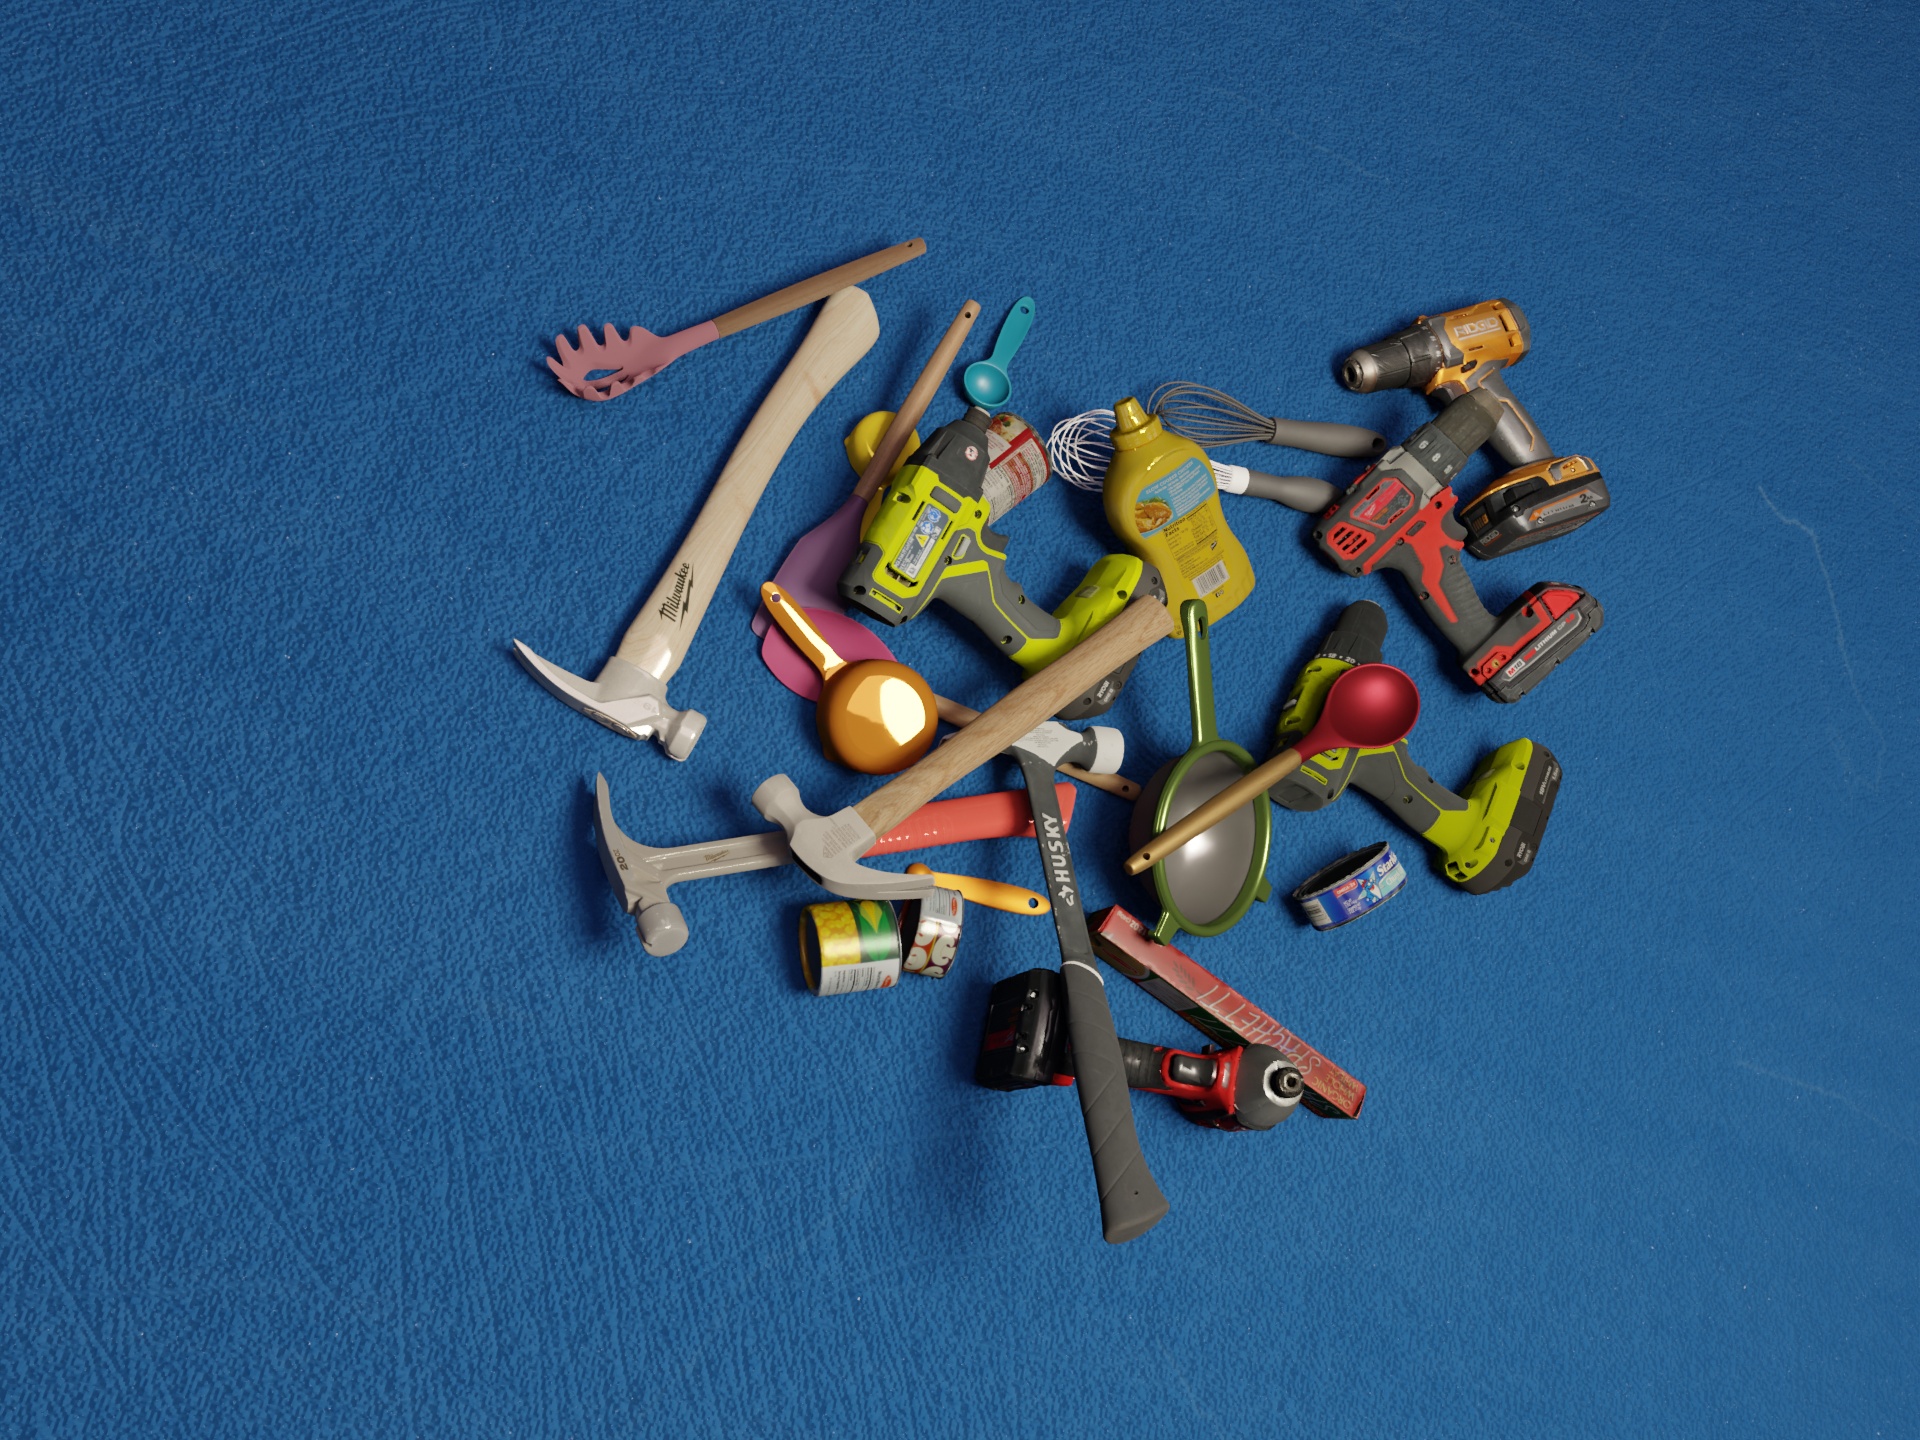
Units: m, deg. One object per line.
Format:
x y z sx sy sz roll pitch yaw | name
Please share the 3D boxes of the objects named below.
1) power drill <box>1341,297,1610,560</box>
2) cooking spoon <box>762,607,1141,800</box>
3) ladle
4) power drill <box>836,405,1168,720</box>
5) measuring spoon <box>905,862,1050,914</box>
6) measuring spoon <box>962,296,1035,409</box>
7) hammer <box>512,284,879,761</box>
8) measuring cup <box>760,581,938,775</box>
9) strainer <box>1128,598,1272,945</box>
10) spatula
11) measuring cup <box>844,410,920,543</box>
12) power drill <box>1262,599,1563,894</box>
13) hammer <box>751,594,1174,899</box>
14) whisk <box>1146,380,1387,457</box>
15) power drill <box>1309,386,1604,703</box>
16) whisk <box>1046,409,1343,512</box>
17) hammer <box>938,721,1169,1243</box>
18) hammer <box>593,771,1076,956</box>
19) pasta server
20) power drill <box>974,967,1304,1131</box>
0.456 -0.261 1.420 0.185 0.084 0.226 -18 78 -20 | power drill
-0.002 -0.004 1.225 0.318 0.017 0.069 24 88 -12 | cooking spoon
0.235 0.039 1.194 0.315 0.031 0.069 -29 74 -31 | ladle
0.039 -0.113 1.195 0.223 0.080 0.171 32 85 -24 | power drill
0.015 0.128 1.199 0.117 0.011 0.021 15 71 -14 | measuring spoon
0.034 -0.305 1.326 0.042 0.021 0.129 30 59 -9 | measuring spoon
-0.178 -0.176 1.206 0.146 0.038 0.411 29 68 -8 | hammer
-0.086 -0.034 1.168 0.095 0.052 0.173 -41 102 -9 | measuring cup
0.167 0.036 1.213 0.151 0.069 0.256 -13 101 -45 | strainer
-0.063 -0.191 1.229 0.059 0.018 0.316 30 81 -12 | spatula
-0.068 -0.172 1.243 0.062 0.029 0.157 15 70 -14 | measuring cup
0.374 0.022 1.315 0.228 0.080 0.191 31 67 -6 | power drill
0.023 0.011 1.127 0.331 0.031 0.130 -35 68 -19 | hammer
0.268 -0.254 1.373 0.239 0.055 0.055 4 74 -22 | whisk
0.434 -0.147 1.335 0.227 0.080 0.188 45 104 1 | power drill
0.202 -0.207 1.335 0.284 0.070 0.070 8 73 -22 | whisk
0.074 0.156 1.081 0.149 0.036 0.409 5 47 -16 | hammer
-0.079 0.077 1.153 0.359 0.036 0.149 -7 46 -27 | hammer
-0.165 -0.317 1.229 0.316 0.040 0.060 -27 70 -16 | pasta server
0.133 0.244 1.138 0.219 0.143 0.079 16 71 -11 | power drill
